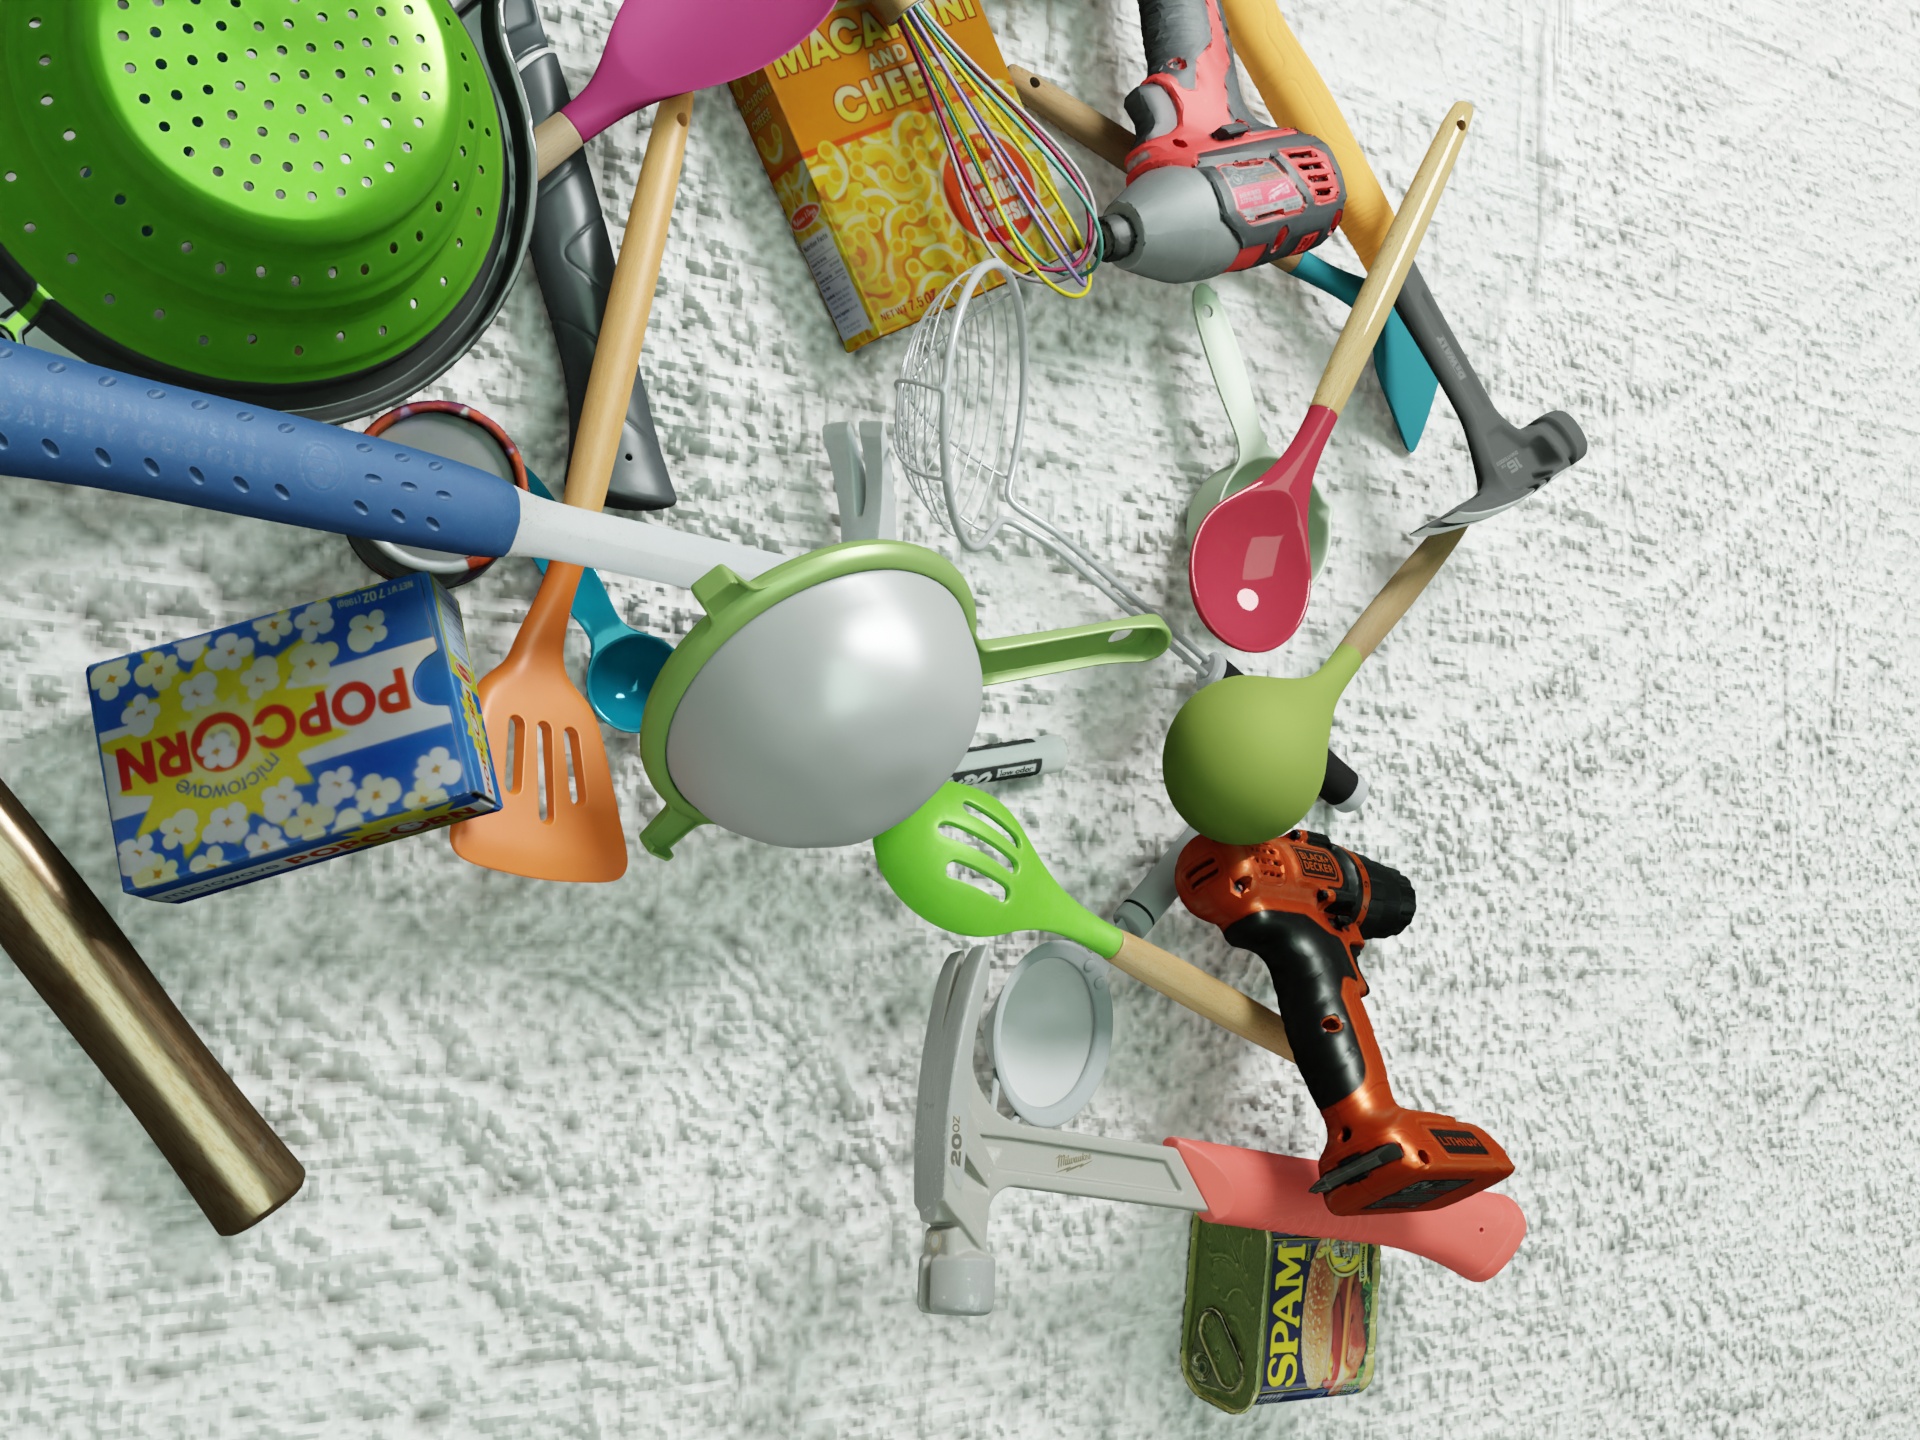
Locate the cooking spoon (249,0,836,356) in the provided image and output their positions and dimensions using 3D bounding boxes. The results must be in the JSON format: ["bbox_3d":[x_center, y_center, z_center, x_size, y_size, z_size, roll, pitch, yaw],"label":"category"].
[{"bbox_3d":[-0.173,-0.216,0.622,0.319,0.017,0.069,-41,79,-10],"label":"cooking spoon"}]

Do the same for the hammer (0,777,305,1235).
[{"bbox_3d":[-0.339,0.044,0.551,0.130,0.031,0.331,-36,105,-26],"label":"hammer"}]

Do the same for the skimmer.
[{"bbox_3d":[0.103,-0.067,0.768,0.363,0.090,0.127,38,51,-25],"label":"skimmer"}]

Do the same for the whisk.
[{"bbox_3d":[-0.011,-0.291,0.697,0.047,0.051,0.245,-40,103,-19],"label":"whisk"}]

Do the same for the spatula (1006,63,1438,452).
[{"bbox_3d":[0.151,-0.252,0.846,0.317,0.044,0.082,26,75,-21],"label":"spatula"}]

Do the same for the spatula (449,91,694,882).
[{"bbox_3d":[-0.140,-0.099,0.629,0.081,0.041,0.323,17,83,-48],"label":"spatula"}]

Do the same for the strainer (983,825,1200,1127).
[{"bbox_3d":[0.079,0.104,0.779,0.258,0.050,0.086,-44,120,-29],"label":"strainer"}]

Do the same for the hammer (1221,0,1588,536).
[{"bbox_3d":[0.208,-0.259,0.833,0.127,0.034,0.337,-30,91,-33],"label":"hammer"}]

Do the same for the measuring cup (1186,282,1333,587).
[{"bbox_3d":[0.139,-0.141,0.825,0.083,0.038,0.167,-20,96,-28],"label":"measuring cup"}]

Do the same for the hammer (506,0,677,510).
[{"bbox_3d":[-0.179,-0.286,0.654,0.149,0.036,0.409,-16,96,-29],"label":"hammer"}]

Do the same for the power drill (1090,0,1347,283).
[{"bbox_3d":[0.090,-0.318,0.765,0.143,0.078,0.219,-23,92,-30],"label":"power drill"}]

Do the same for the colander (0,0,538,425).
[{"bbox_3d":[-0.181,-0.262,0.541,0.204,0.094,0.397,47,68,-24],"label":"colander"}]

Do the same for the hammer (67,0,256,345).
[{"bbox_3d":[-0.266,-0.275,0.575,0.128,0.033,0.331,21,83,-15],"label":"hammer"}]

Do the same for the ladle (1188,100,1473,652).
[{"bbox_3d":[0.187,-0.173,0.777,0.069,0.031,0.315,30,78,-19],"label":"ladle"}]

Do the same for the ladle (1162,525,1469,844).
[{"bbox_3d":[0.198,-0.040,0.818,0.320,0.062,0.078,-42,103,-45],"label":"ladle"}]

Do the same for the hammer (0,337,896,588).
[{"bbox_3d":[-0.153,-0.075,0.564,0.405,0.035,0.144,8,86,-54],"label":"hammer"}]

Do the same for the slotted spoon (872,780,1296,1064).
[{"bbox_3d":[0.090,0.113,0.746,0.313,0.031,0.070,32,55,-28],"label":"slotted spoon"}]

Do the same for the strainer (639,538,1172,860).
[{"bbox_3d":[-0.001,-0.002,0.655,0.256,0.151,0.069,-11,50,-32],"label":"strainer"}]

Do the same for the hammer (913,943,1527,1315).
[{"bbox_3d":[0.135,0.210,0.746,0.358,0.037,0.149,17,67,-30],"label":"hammer"}]

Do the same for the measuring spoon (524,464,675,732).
[{"bbox_3d":[-0.158,-0.052,0.668,0.042,0.021,0.128,-31,94,-12],"label":"measuring spoon"}]
